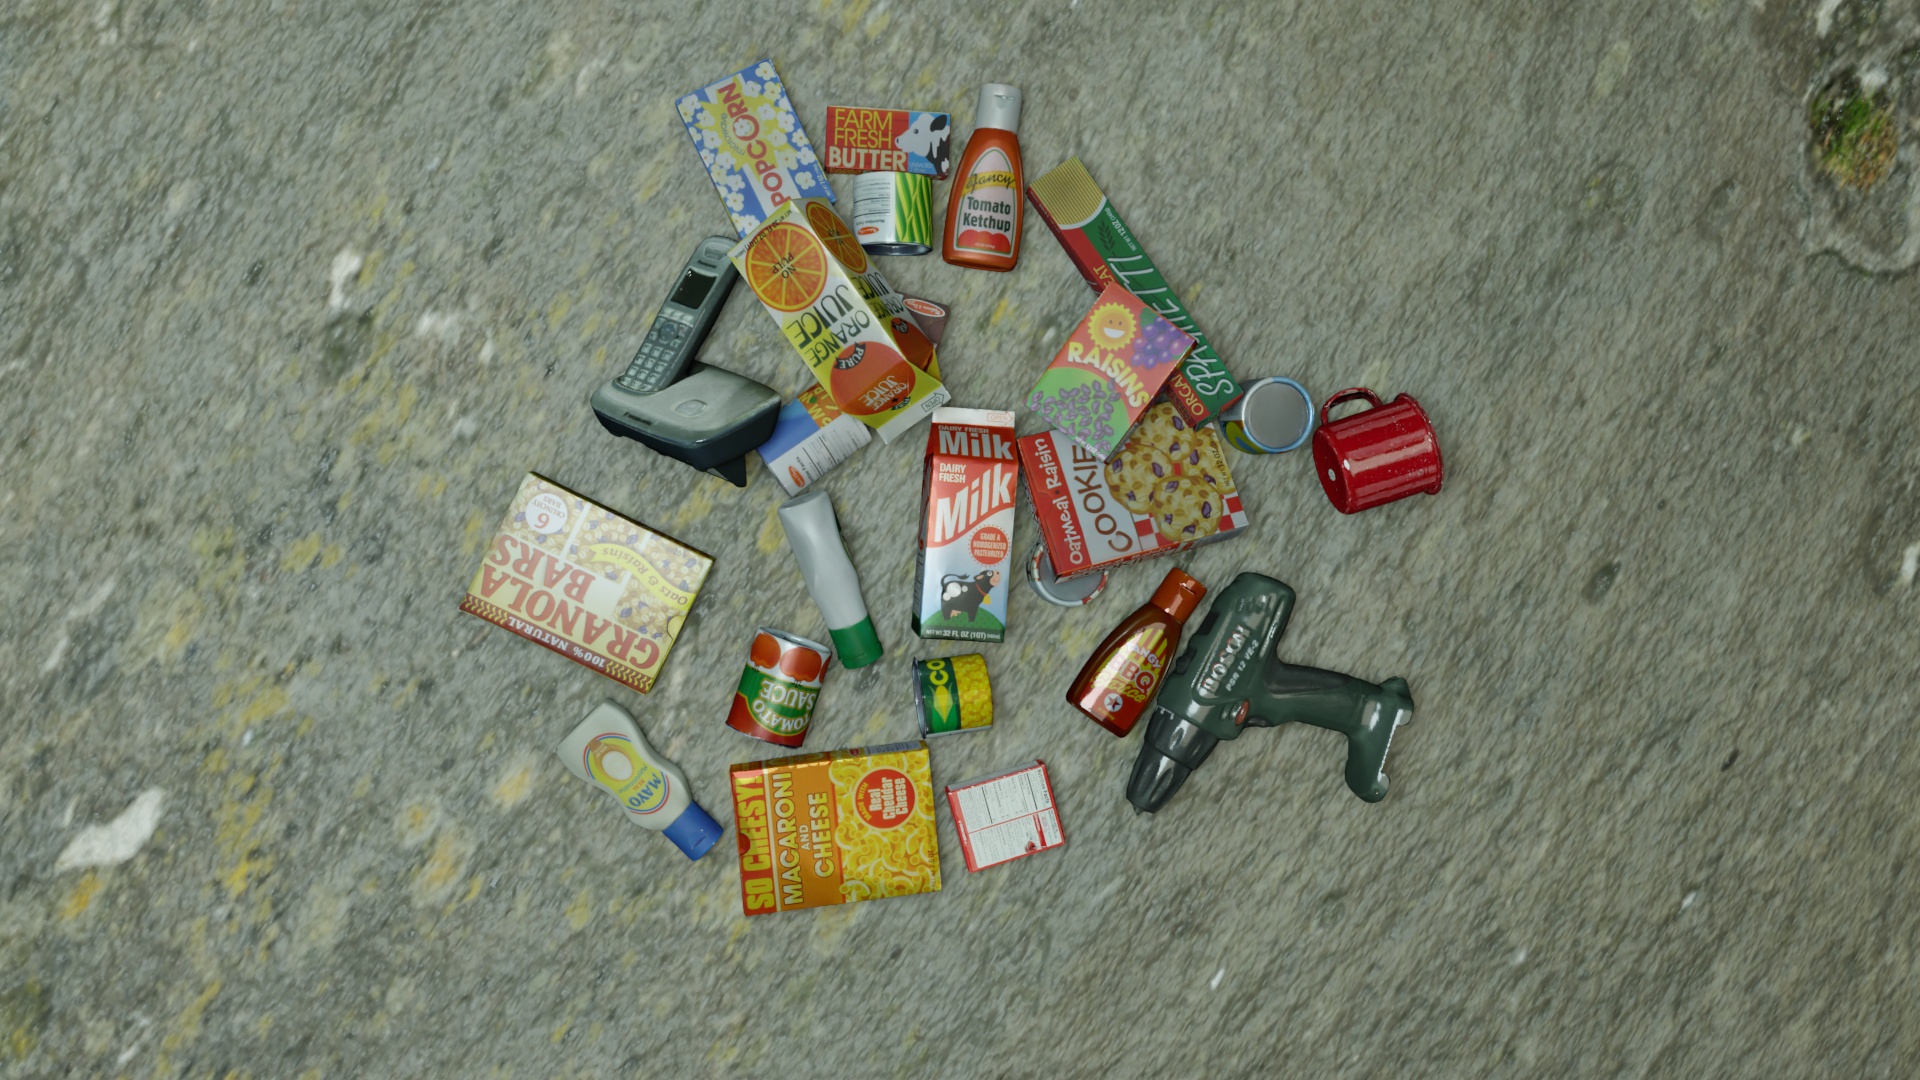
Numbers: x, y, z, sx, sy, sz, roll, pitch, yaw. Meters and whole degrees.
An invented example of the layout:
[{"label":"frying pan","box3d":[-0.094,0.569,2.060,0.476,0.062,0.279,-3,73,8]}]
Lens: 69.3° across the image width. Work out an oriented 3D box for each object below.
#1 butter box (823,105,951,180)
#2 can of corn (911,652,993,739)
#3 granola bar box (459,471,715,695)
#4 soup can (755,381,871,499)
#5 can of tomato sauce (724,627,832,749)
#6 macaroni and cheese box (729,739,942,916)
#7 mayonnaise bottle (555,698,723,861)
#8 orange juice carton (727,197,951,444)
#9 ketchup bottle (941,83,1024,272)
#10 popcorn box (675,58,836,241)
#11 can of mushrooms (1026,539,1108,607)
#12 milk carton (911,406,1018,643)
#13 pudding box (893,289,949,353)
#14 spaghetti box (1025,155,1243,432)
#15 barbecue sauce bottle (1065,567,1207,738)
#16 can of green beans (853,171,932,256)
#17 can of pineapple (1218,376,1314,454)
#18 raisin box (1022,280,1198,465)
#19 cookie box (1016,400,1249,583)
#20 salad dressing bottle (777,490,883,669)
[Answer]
[{"label":"butter box","box3d":[-0.061,-0.330,1.152,0.103,0.024,0.053,1,92,-8]},{"label":"can of corn","box3d":[-0.007,0.127,1.161,0.058,0.071,0.071,-7,94,-8]},{"label":"granola bar box","box3d":[-0.302,0.034,1.131,0.165,0.039,0.124,26,89,-8]},{"label":"soup can","box3d":[-0.126,-0.086,1.137,0.084,0.071,0.071,-36,97,-5]},{"label":"can of tomato sauce","box3d":[-0.148,0.121,1.140,0.071,0.071,0.083,18,90,-8]},{"label":"macaroni and cheese box","box3d":[-0.105,0.240,1.167,0.167,0.040,0.123,-6,93,-8]},{"label":"mayonnaise bottle","box3d":[-0.260,0.201,1.144,0.065,0.041,0.148,-45,97,-5]},{"label":"orange juice carton","box3d":[-0.089,-0.171,1.094,0.071,0.073,0.192,-35,93,23]},{"label":"ketchup bottle","box3d":[0.024,-0.301,1.156,0.065,0.043,0.148,7,91,-8]},{"label":"popcorn box","box3d":[-0.167,-0.315,1.132,0.085,0.038,0.126,-26,96,-7]},{"label":"can of mushrooms","box3d":[0.092,0.021,1.186,0.071,0.033,0.071,0,91,-8]},{"label":"milk carton","box3d":[0.004,-0.014,1.153,0.072,0.073,0.190,4,92,-8]},{"label":"pudding box","box3d":[-0.056,-0.182,1.158,0.084,0.030,0.049,15,90,-8]},{"label":"spaghetti box","box3d":[0.145,-0.207,1.161,0.050,0.028,0.250,-34,85,-4]},{"label":"barbecue sauce bottle","box3d":[0.156,0.093,1.194,0.065,0.043,0.148,35,88,-6]},{"label":"can of green beans","box3d":[-0.055,-0.266,1.135,0.071,0.071,0.057,0,93,-8]},{"label":"can of pineapple","box3d":[0.264,-0.106,1.191,0.071,0.058,0.071,0,93,-8]},{"label":"raisin box","box3d":[0.121,-0.135,1.125,0.086,0.040,0.123,37,97,9]},{"label":"cookie box","box3d":[0.141,-0.044,1.163,0.168,0.040,0.123,-14,74,-10]},{"label":"salad dressing bottle","box3d":[-0.105,0.033,1.149,0.044,0.064,0.147,-23,104,-16]}]
